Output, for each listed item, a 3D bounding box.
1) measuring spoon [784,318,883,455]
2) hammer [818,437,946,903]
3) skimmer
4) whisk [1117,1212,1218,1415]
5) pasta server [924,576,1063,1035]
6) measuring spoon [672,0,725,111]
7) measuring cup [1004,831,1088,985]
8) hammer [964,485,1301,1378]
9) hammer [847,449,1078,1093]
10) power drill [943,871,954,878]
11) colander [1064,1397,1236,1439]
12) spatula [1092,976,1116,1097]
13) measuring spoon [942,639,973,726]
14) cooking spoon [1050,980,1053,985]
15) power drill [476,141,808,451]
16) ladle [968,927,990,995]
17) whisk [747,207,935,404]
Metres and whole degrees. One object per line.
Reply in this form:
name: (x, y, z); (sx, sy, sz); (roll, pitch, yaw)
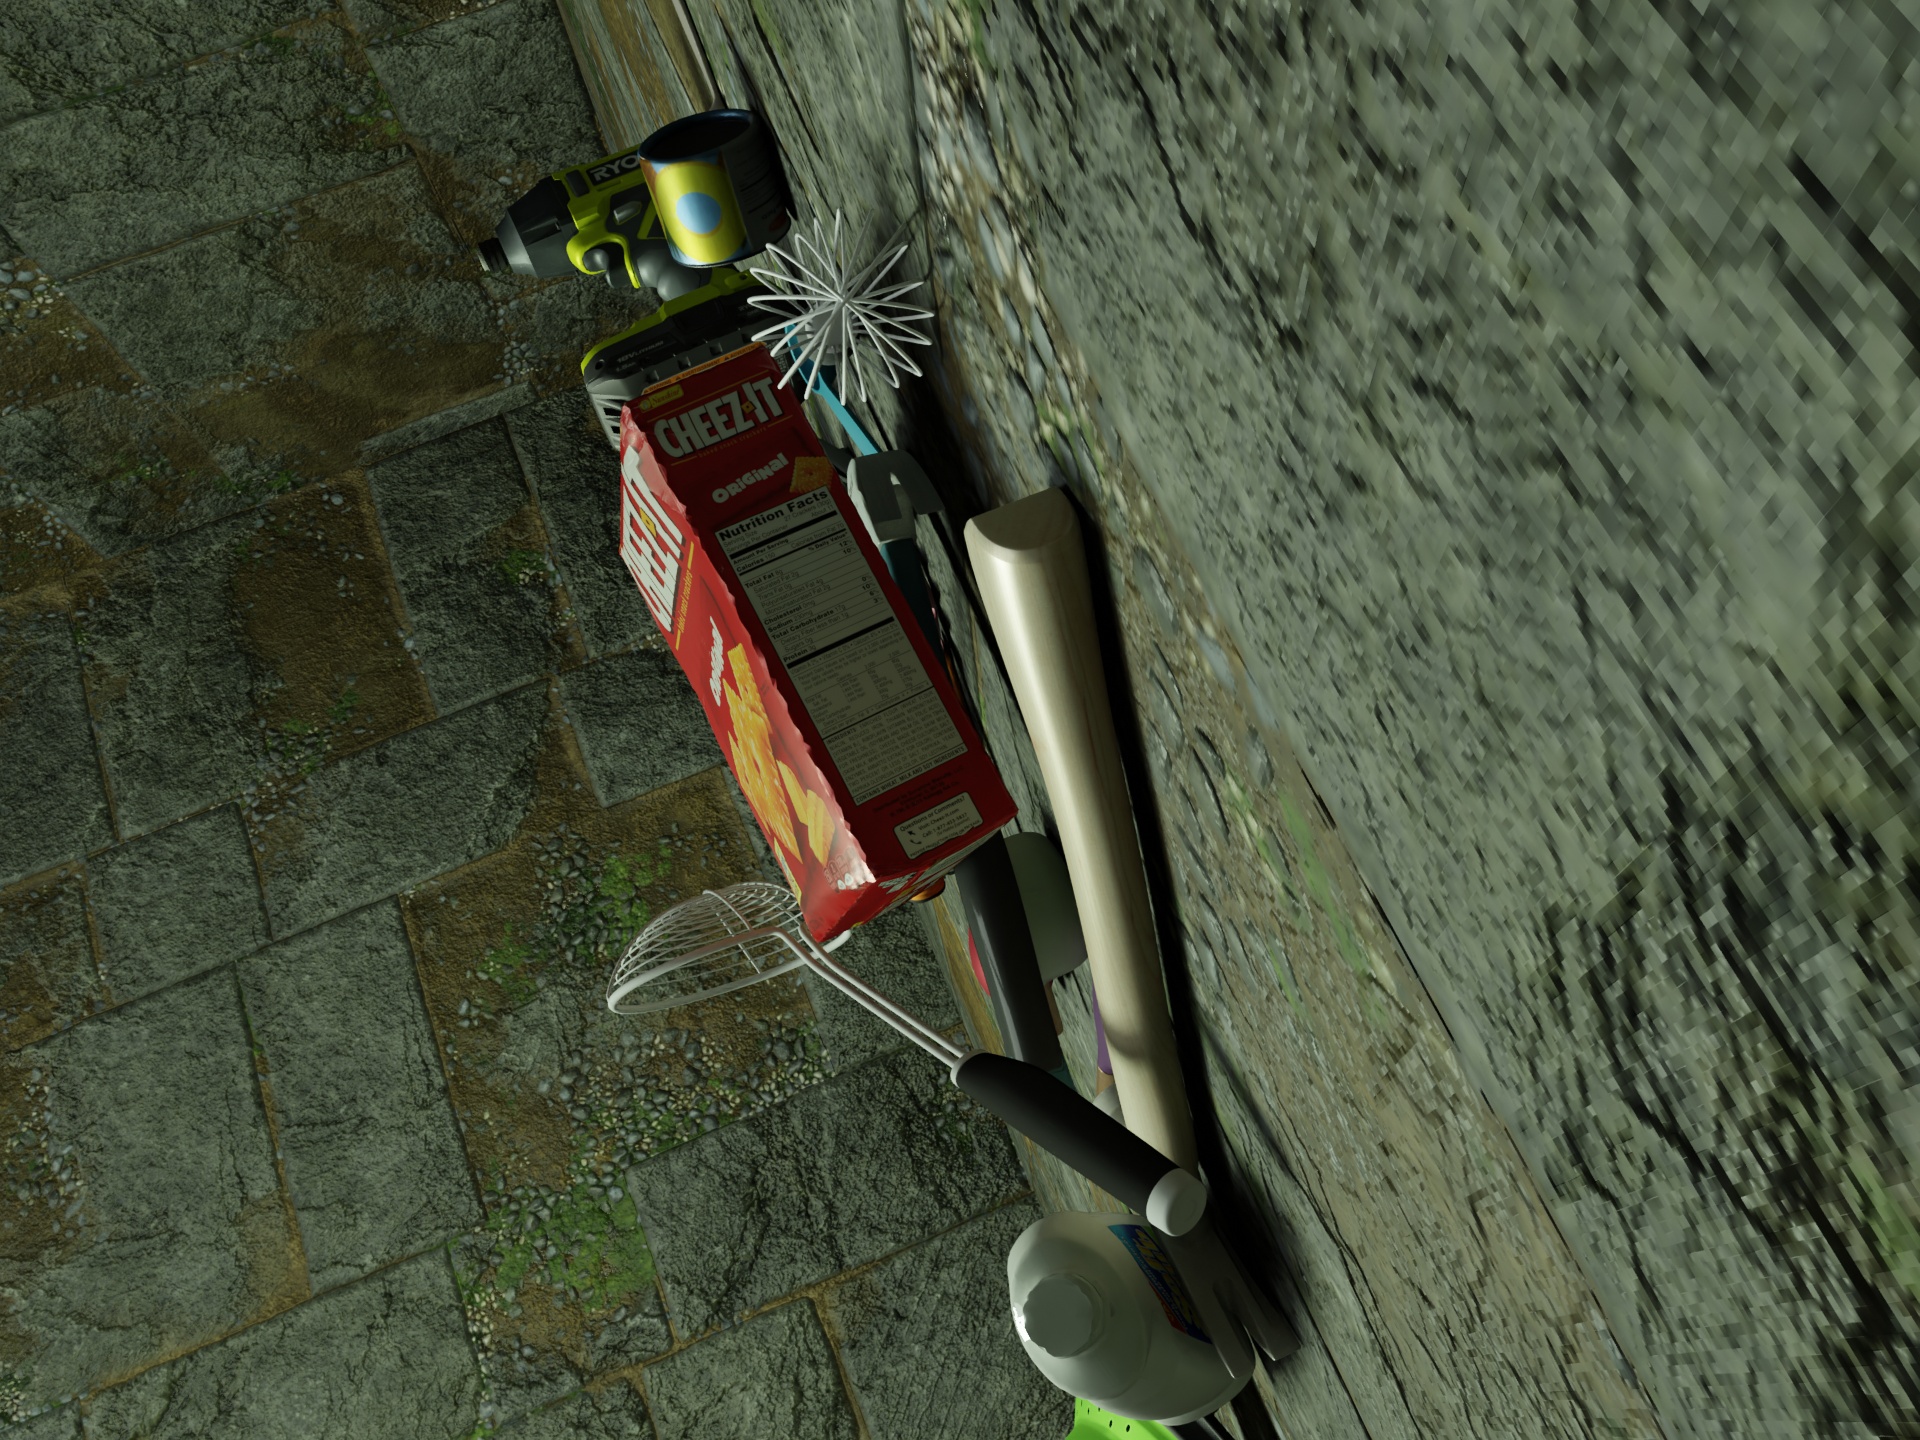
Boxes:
measuring spoon: (-0.054, -0.167, 0.843); (0.129, 0.021, 0.042); (56, 165, 23)
hammer: (-0.055, -0.018, 1.002); (0.127, 0.034, 0.336); (35, 146, 51)
skimmer: (-0.035, 0.156, 0.711); (0.364, 0.127, 0.090); (23, 112, 47)
whisk: (0.130, 0.404, 1.087); (0.239, 0.055, 0.055); (-118, 8, -76)
pasta server: (0.001, 0.047, 0.915); (0.060, 0.040, 0.316); (-9, 107, 37)
measuring spoon: (-0.159, -0.388, 0.937); (0.034, 0.018, 0.124); (-158, 48, -82)
measuring cup: (0.041, 0.105, 0.849); (0.167, 0.038, 0.083); (84, 163, -75)
hammer: (0.065, 0.093, 0.596); (0.146, 0.038, 0.410); (-121, 11, -47)
hammer: (-0.001, 0.025, 0.747); (0.128, 0.033, 0.331); (112, 143, -74)
power drill: (-0.097, 0.051, 1.374); (0.078, 0.143, 0.220); (80, 164, -52)
colander: (0.150, 0.544, 0.959); (0.204, 0.094, 0.397); (4, 125, 60)
spatula: (0.084, 0.199, 0.880); (0.315, 0.018, 0.060); (80, 173, -60)
measuring spoon: (-0.002, -0.003, 0.947); (0.021, 0.011, 0.116); (-120, 10, -53)
cooking spoon: (0.042, 0.156, 1.098); (0.318, 0.017, 0.069); (103, 149, -79)
power drill: (-0.196, -0.269, 0.988); (0.080, 0.171, 0.223); (77, 166, -56)
ladle: (-0.007, 0.073, 1.116); (0.069, 0.031, 0.316); (85, 169, -48)
whisk: (-0.052, -0.161, 0.647); (0.285, 0.070, 0.070); (-119, 8, -77)
